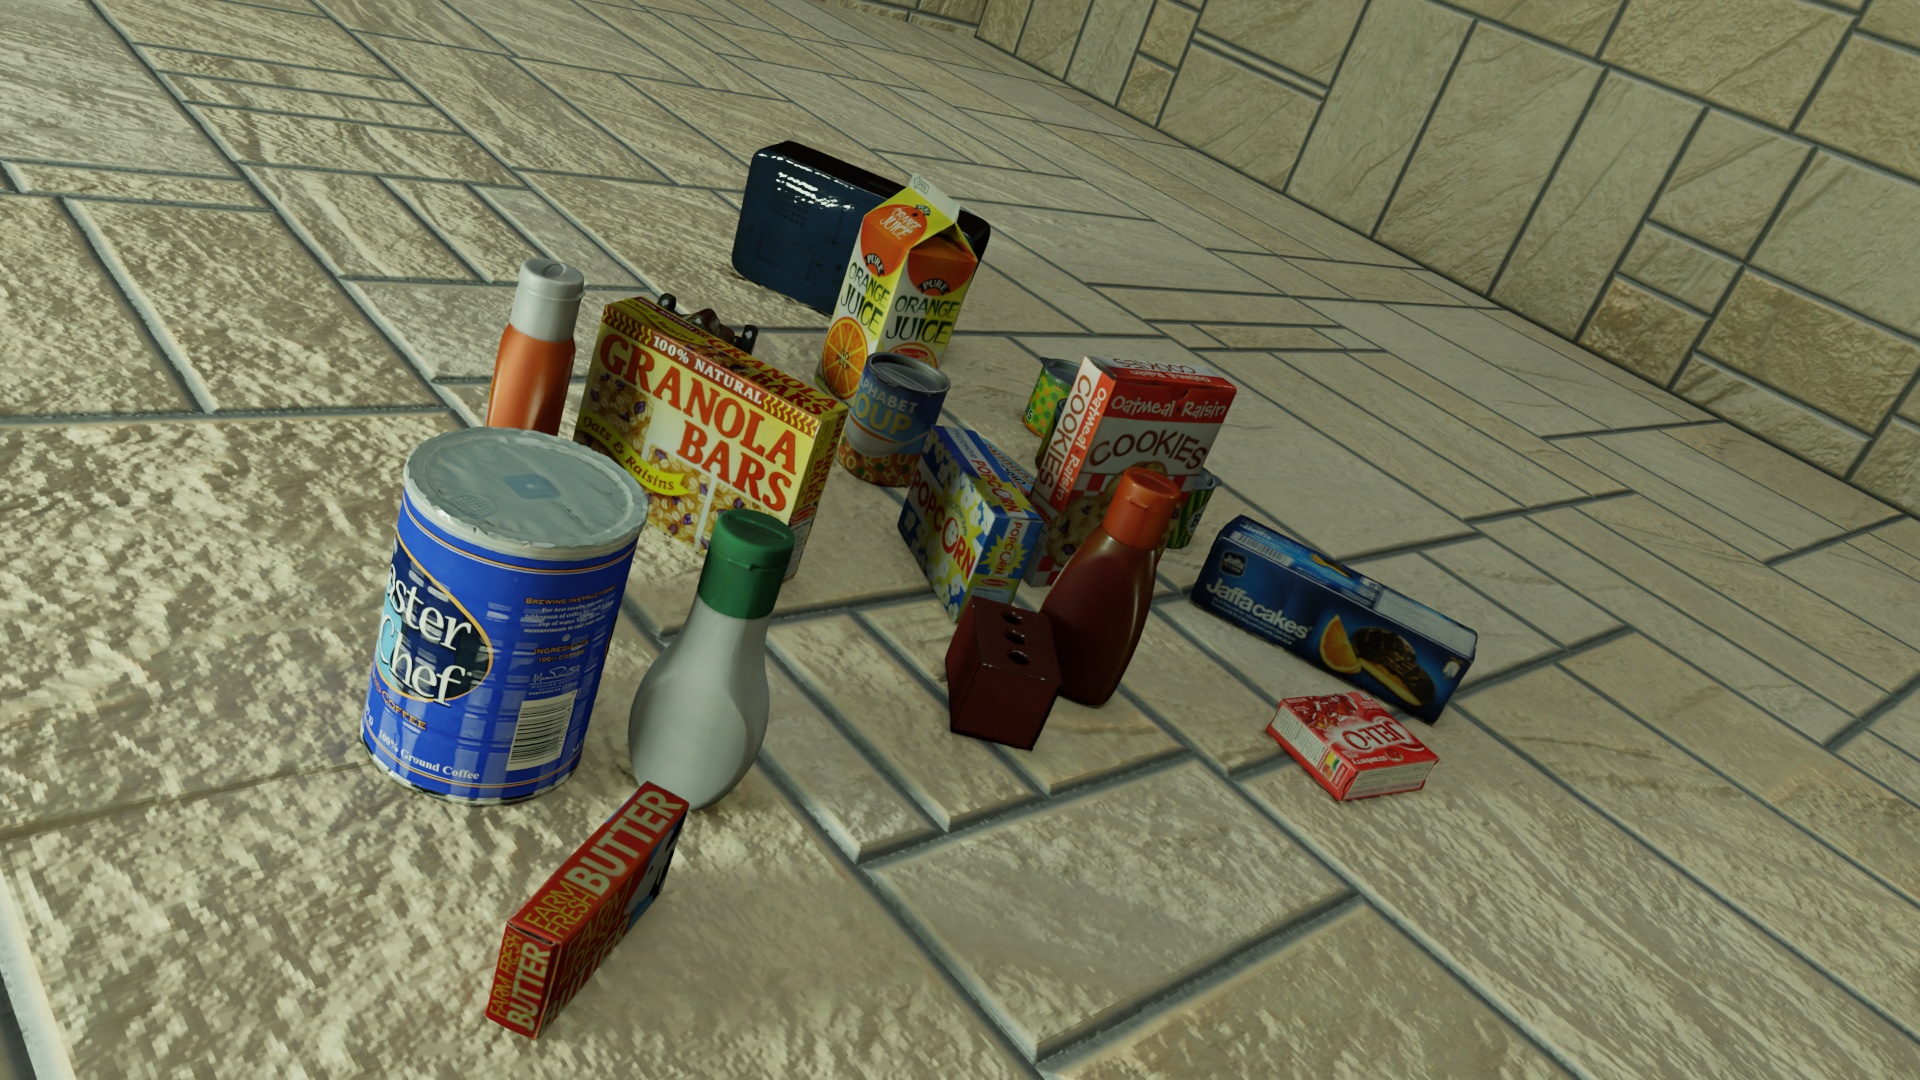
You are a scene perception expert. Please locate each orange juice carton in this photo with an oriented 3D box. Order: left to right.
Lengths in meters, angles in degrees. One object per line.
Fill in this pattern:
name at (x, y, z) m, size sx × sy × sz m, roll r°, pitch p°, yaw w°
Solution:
orange juice carton at (-0.049, -0.199, 1.141) m, size 0.073 × 0.191 × 0.072 m, roll -1°, pitch 33°, yaw -38°

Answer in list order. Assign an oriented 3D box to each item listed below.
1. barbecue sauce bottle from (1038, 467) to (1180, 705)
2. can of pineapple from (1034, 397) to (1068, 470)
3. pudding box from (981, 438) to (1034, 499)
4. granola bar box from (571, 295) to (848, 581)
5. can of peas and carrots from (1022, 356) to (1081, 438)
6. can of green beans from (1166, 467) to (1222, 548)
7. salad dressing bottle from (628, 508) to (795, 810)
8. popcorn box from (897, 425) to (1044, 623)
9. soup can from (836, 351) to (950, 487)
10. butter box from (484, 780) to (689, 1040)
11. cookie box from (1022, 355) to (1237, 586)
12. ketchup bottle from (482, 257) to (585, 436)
barbecue sauce bottle at (0.091, 0.027, 0.855) m, size 0.065 × 0.147 × 0.044 m, roll 27°, pitch 26°, yaw 13°
can of pineapple at (0.102, -0.080, 1.178) m, size 0.071 × 0.057 × 0.071 m, roll 17°, pitch 26°, yaw -8°
pudding box at (0.024, -0.036, 1.044) m, size 0.030 × 0.049 × 0.084 m, roll -4°, pitch 35°, yaw -41°
granola bar box at (-0.161, -0.062, 0.870) m, size 0.166 × 0.123 × 0.039 m, roll 29°, pitch 26°, yaw 17°
can of peas and carrots at (0.094, -0.125, 1.259) m, size 0.071 × 0.058 × 0.071 m, roll 17°, pitch 26°, yaw -8°
can of green beans at (0.168, -0.034, 1.138) m, size 0.071 × 0.057 × 0.071 m, roll 17°, pitch 26°, yaw -8°
salad dressing bottle at (-0.113, 0.056, 0.648) m, size 0.064 × 0.147 × 0.044 m, roll 21°, pitch 25°, yaw 0°
popcorn box at (0.003, -0.012, 0.939) m, size 0.038 × 0.084 × 0.127 m, roll 7°, pitch 29°, yaw -27°
soup can at (-0.053, -0.091, 1.053) m, size 0.071 × 0.083 × 0.071 m, roll 17°, pitch 26°, yaw -8°
butter box at (-0.147, 0.146, 0.557) m, size 0.024 × 0.053 × 0.104 m, roll 25°, pitch 26°, yaw 8°
cookie box at (0.115, -0.047, 0.997) m, size 0.123 × 0.166 × 0.040 m, roll -1°, pitch 33°, yaw -38°
ketchup bottle at (-0.257, -0.094, 0.832) m, size 0.043 × 0.148 × 0.065 m, roll 17°, pitch 26°, yaw -8°
